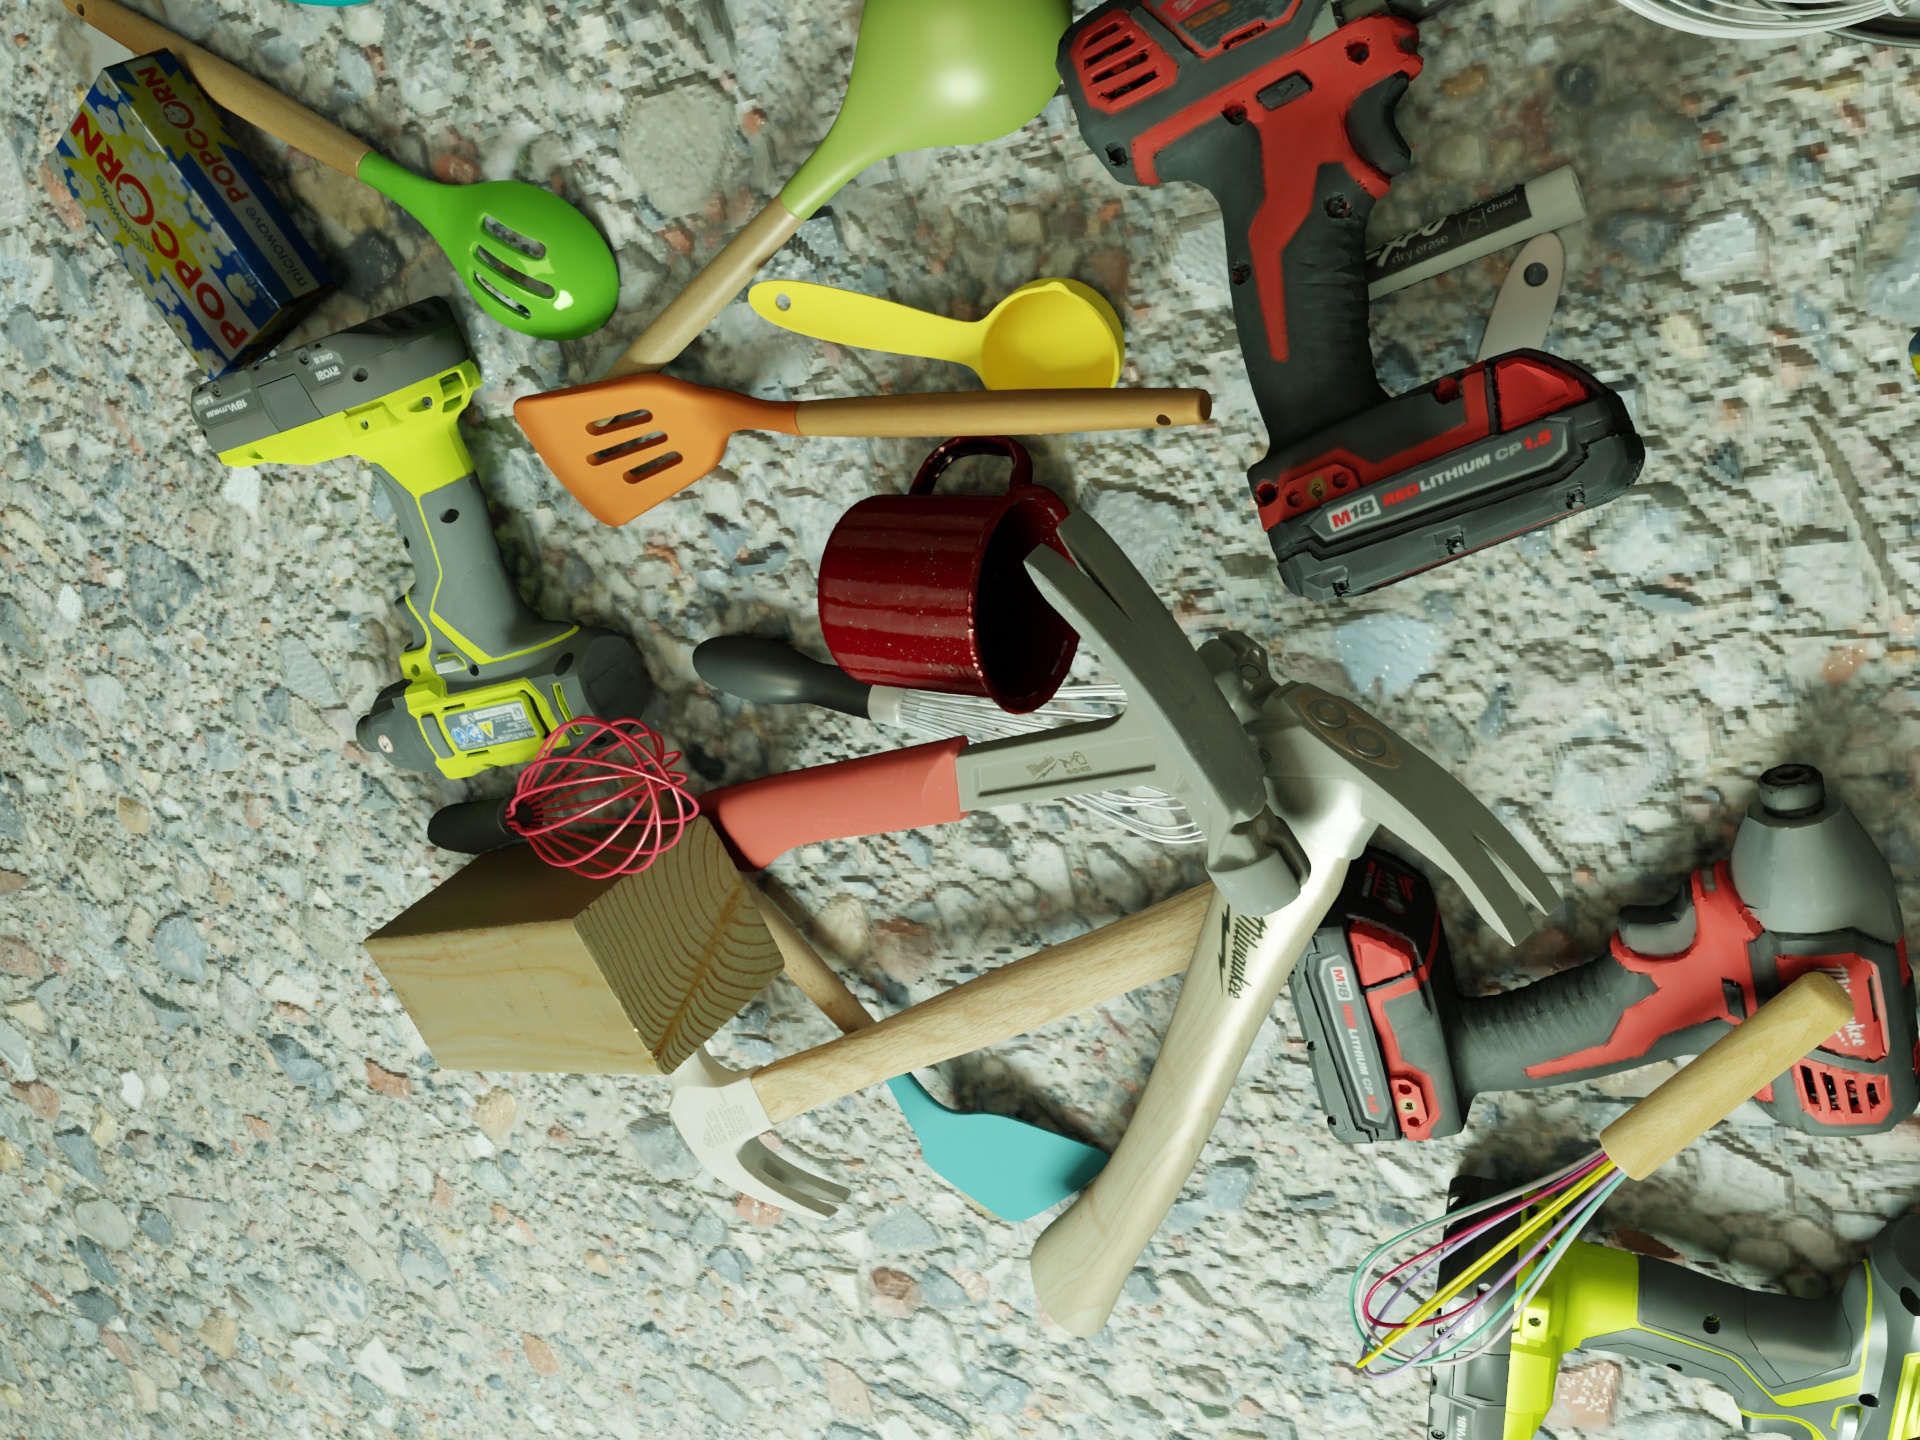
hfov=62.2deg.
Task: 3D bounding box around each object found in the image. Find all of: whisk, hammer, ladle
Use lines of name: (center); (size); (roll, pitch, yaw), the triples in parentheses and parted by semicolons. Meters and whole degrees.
whisk: (-0.207, 0.045, 0.774); (0.296, 0.073, 0.073); (-13, 110, 55)
hammer: (0.103, 0.157, 0.667); (0.146, 0.038, 0.410); (41, 139, 27)
whisk: (0.235, 0.177, 0.607); (0.047, 0.051, 0.245); (22, 120, -32)
hammer: (-0.002, 0.147, 0.760); (0.331, 0.031, 0.130); (-25, 92, 23)
hammer: (-0.026, 0.021, 0.651); (0.359, 0.037, 0.149); (-12, 118, 54)
ladle: (-0.078, -0.202, 0.658); (0.078, 0.062, 0.320); (48, 131, -12)
whisk: (-0.002, -0.001, 0.706); (0.285, 0.070, 0.070); (12, 119, 24)

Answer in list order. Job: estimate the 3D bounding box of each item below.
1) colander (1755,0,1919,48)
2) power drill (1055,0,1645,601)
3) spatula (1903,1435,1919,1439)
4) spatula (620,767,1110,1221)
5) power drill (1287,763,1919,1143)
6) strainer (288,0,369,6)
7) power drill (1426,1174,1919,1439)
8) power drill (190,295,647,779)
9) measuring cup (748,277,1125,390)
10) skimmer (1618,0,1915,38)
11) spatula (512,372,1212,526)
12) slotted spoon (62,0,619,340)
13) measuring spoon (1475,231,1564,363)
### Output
colander: (0.204, -0.326, 0.406); (0.397, 0.094, 0.204); (34, 109, 13)
power drill: (0.150, -0.170, 0.520); (0.188, 0.080, 0.227); (-21, 87, 24)
spatula: (0.406, 0.269, 0.599); (0.316, 0.018, 0.059); (-19, 108, 6)
spatula: (-0.061, 0.139, 0.821); (0.317, 0.044, 0.082); (47, 125, 3)
power drill: (0.247, 0.095, 0.625); (0.220, 0.078, 0.143); (-9, 110, 25)
strainer: (-0.281, -0.385, 0.626); (0.340, 0.095, 0.211); (2, 112, 26)
power drill: (0.323, 0.290, 0.683); (0.228, 0.080, 0.190); (5, 115, 20)
power drill: (-0.270, -0.078, 0.782); (0.171, 0.080, 0.223); (-10, 113, 28)
measuring cup: (-0.009, -0.159, 0.639); (0.156, 0.029, 0.062); (15, 124, 13)
skimmer: (0.120, -0.265, 0.450); (0.364, 0.090, 0.127); (34, 159, 46)
spatula: (-0.048, -0.118, 0.653); (0.323, 0.041, 0.080); (6, 145, 34)
slotted spoon: (-0.292, -0.264, 0.730); (0.314, 0.031, 0.070); (31, 126, 10)
measuring spoon: (0.193, -0.115, 0.579); (0.034, 0.018, 0.124); (20, 120, 16)
